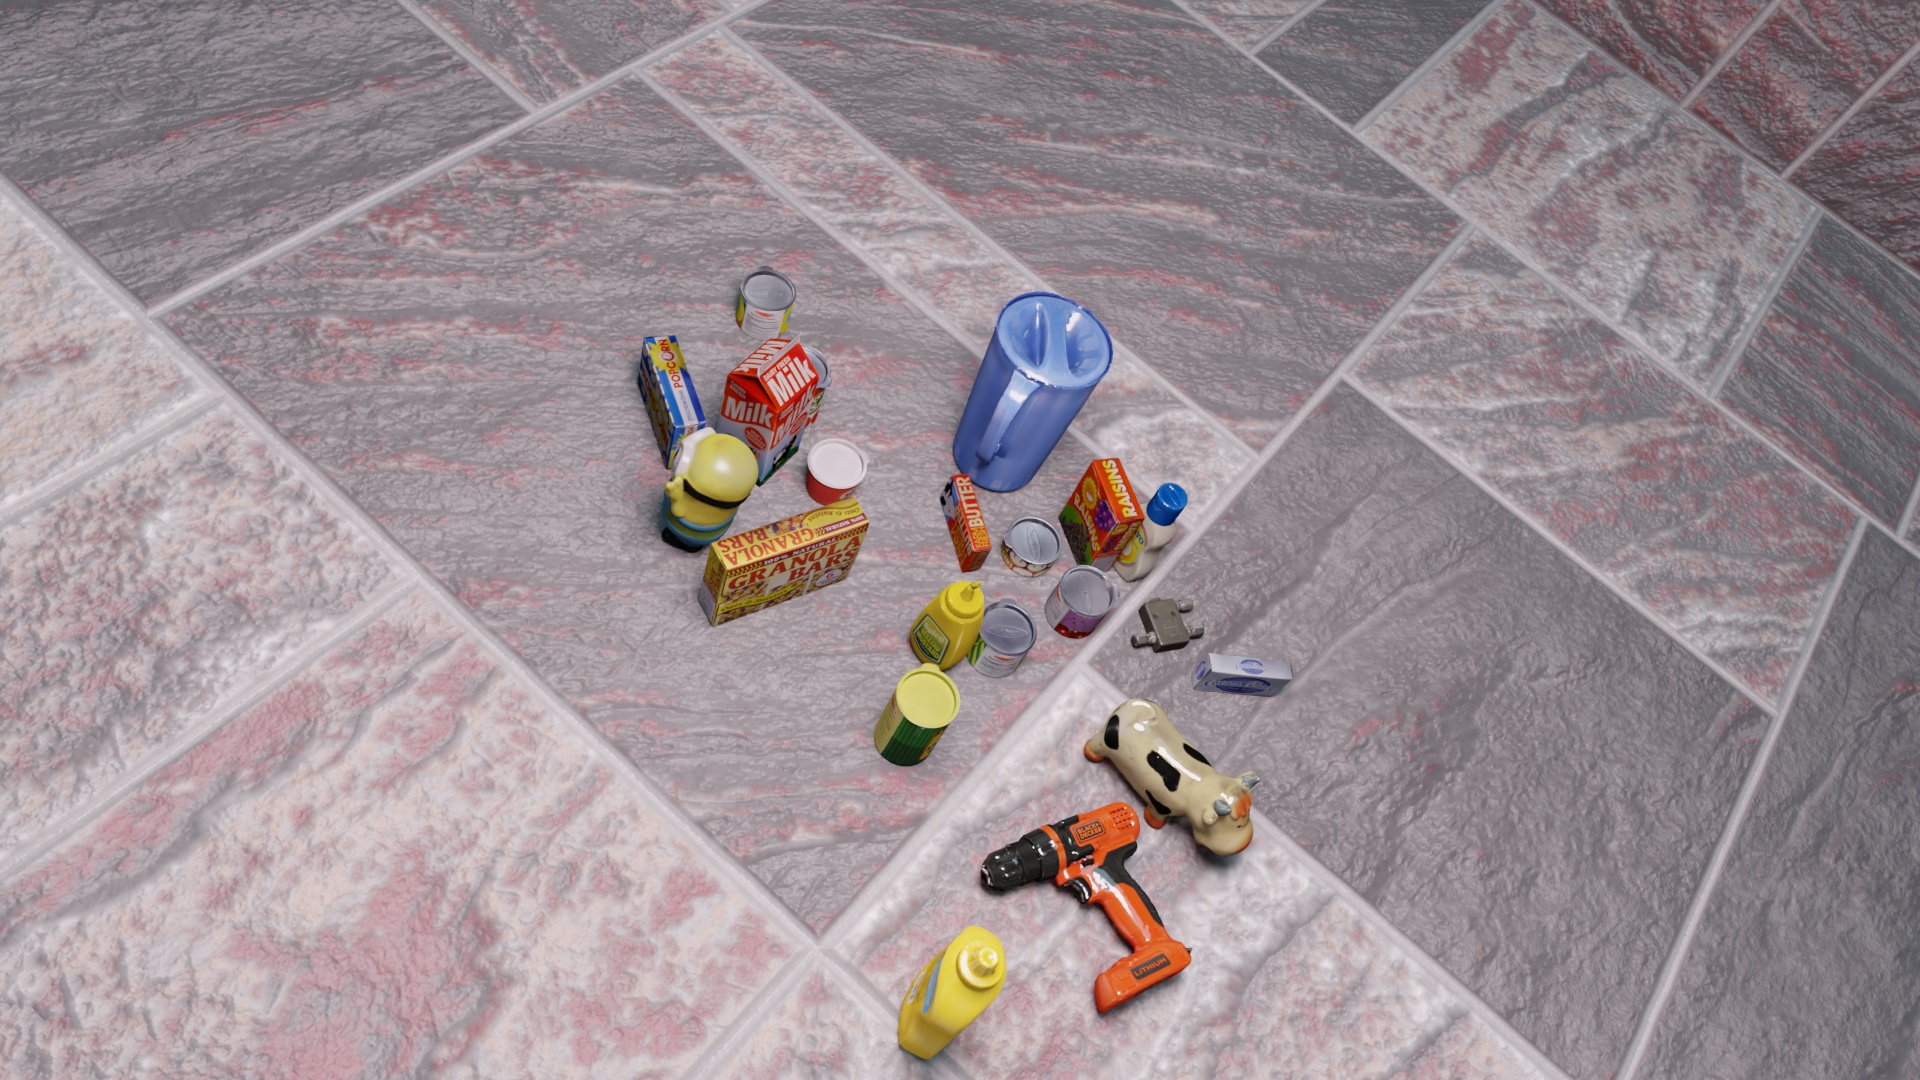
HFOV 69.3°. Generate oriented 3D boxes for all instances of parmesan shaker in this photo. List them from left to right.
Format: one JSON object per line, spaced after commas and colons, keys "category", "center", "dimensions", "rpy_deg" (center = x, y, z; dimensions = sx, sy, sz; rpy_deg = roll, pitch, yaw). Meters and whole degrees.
{"category": "parmesan shaker", "center": [-0.045, 0.179, 1.422], "dimensions": [0.071, 0.102, 0.071], "rpy_deg": [8, 57, -13]}

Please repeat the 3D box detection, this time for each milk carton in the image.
{"category": "milk carton", "center": [-0.212, -0.150, 1.523], "dimensions": [0.073, 0.189, 0.073], "rpy_deg": [38, 55, 7]}

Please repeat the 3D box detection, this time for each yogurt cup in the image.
{"category": "yogurt cup", "center": [-0.145, -0.075, 1.582], "dimensions": [0.072, 0.053, 0.073], "rpy_deg": [8, 57, -13]}

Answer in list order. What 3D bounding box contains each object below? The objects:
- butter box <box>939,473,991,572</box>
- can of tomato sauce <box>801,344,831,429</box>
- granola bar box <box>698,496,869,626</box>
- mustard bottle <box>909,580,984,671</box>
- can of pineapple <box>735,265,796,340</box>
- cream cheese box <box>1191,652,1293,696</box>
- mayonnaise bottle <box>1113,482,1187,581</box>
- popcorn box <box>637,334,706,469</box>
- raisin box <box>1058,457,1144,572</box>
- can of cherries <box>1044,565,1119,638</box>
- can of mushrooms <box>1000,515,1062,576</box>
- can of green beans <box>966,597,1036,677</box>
{"category": "butter box", "center": [0.006, -0.020, 1.596], "dimensions": [0.024, 0.052, 0.104], "rpy_deg": [-6, 61, -21]}
{"category": "can of tomato sauce", "center": [-0.189, -0.175, 1.613], "dimensions": [0.071, 0.082, 0.071], "rpy_deg": [8, 57, -13]}
{"category": "granola bar box", "center": [-0.186, 0.023, 1.463], "dimensions": [0.166, 0.123, 0.039], "rpy_deg": [-20, 67, -28]}
{"category": "mustard bottle", "center": [-0.009, 0.081, 1.462], "dimensions": [0.049, 0.159, 0.065], "rpy_deg": [-33, 73, -32]}
{"category": "can of pineapple", "center": [-0.236, -0.287, 1.684], "dimensions": [0.071, 0.057, 0.071], "rpy_deg": [8, 57, -13]}
{"category": "cream cheese box", "center": [0.321, 0.155, 1.588], "dimensions": [0.104, 0.053, 0.024], "rpy_deg": [7, 57, -14]}
{"category": "mayonnaise bottle", "center": [0.216, -0.013, 1.602], "dimensions": [0.041, 0.147, 0.065], "rpy_deg": [-16, 65, -26]}
{"category": "popcorn box", "center": [-0.324, -0.155, 1.554], "dimensions": [0.038, 0.084, 0.127], "rpy_deg": [-12, 63, -24]}
{"category": "raisin box", "center": [0.161, -0.027, 1.609], "dimensions": [0.040, 0.122, 0.086], "rpy_deg": [-8, 62, -22]}
{"category": "can of cherries", "center": [0.138, 0.071, 1.578], "dimensions": [0.071, 0.058, 0.072], "rpy_deg": [8, 57, -13]}
{"category": "can of mushrooms", "center": [0.080, 0.007, 1.615], "dimensions": [0.071, 0.033, 0.071], "rpy_deg": [8, 57, -13]}
{"category": "can of green beans", "center": [0.044, 0.109, 1.524], "dimensions": [0.071, 0.057, 0.071], "rpy_deg": [8, 57, -13]}
